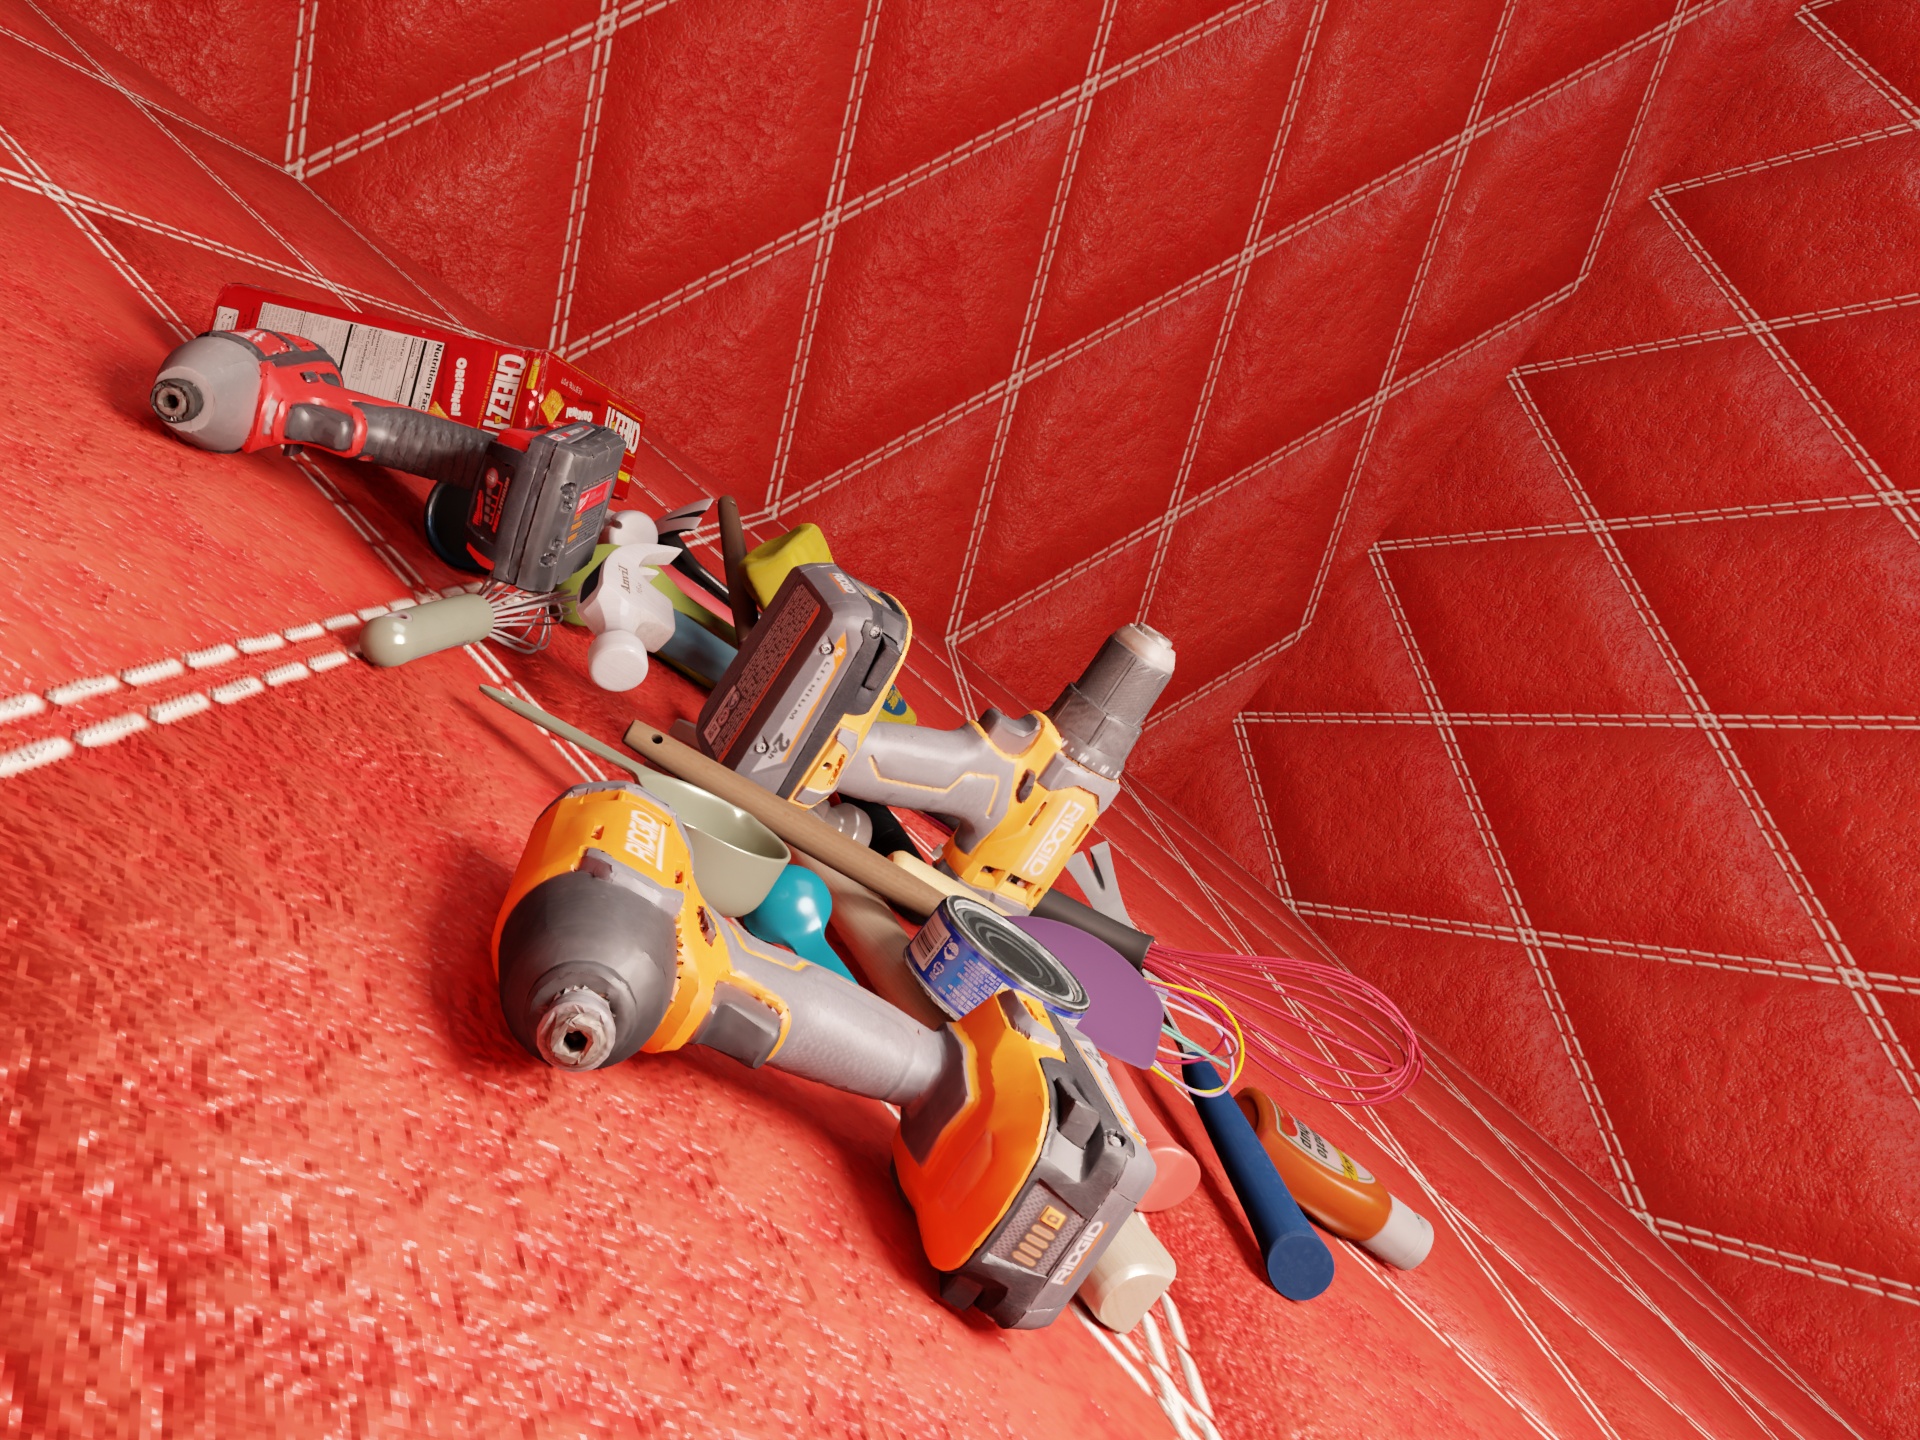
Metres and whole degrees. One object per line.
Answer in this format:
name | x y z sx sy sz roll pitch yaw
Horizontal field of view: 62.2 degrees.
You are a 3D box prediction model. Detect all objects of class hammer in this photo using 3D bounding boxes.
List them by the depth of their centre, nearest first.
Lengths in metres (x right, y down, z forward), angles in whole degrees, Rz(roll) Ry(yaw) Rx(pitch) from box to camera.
hammer | -0.031 0.124 0.756 0.146 0.038 0.411 32 8 -38
hammer | 0.059 0.173 0.927 0.149 0.036 0.359 36 5 -15
hammer | -0.087 0.001 0.937 0.330 0.033 0.128 34 25 -37
hammer | 0.139 0.206 0.985 0.406 0.035 0.144 -115 -179 -70
hammer | -0.067 0.054 1.102 0.146 0.035 0.335 34 7 -27
hammer | -0.161 -0.054 1.288 0.385 0.038 0.143 38 -14 -36
hammer | -0.135 -0.058 1.359 0.336 0.034 0.127 40 -37 -25

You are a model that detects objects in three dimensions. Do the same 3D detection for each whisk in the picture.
whisk | -0.247 -0.052 0.812 0.058 0.059 0.246 1 9 3
whisk | 0.060 0.132 0.851 0.244 0.047 0.051 33 8 -20
whisk | 0.128 0.144 0.932 0.296 0.073 0.073 22 2 14

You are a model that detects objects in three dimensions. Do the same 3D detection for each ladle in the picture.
ladle | -0.138 -0.031 1.108 0.319 0.062 0.078 31 13 -31

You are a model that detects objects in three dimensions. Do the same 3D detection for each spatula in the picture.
spatula | -0.026 0.082 0.786 0.315 0.018 0.060 31 49 -16

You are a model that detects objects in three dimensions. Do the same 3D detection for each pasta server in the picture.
pasta server | -0.145 -0.059 1.041 0.060 0.040 0.317 33 24 -33

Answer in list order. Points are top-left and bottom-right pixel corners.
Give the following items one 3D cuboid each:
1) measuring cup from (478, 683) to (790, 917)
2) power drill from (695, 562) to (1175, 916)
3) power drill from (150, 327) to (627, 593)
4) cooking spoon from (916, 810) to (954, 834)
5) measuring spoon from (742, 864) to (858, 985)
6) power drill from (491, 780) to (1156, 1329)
measuring cup | -0.156 0.036 0.716 0.167 0.038 0.083 29 5 12
power drill | -0.001 -0.003 0.847 0.226 0.185 0.084 27 13 -33
power drill | -0.298 -0.144 0.827 0.219 0.078 0.143 19 15 -4
cooking spoon | -0.048 0.056 1.290 0.318 0.017 0.069 36 -10 -14
measuring spoon | -0.061 0.105 0.706 0.129 0.042 0.021 51 -26 43
power drill | -0.050 0.111 0.531 0.226 0.084 0.164 32 7 -14
